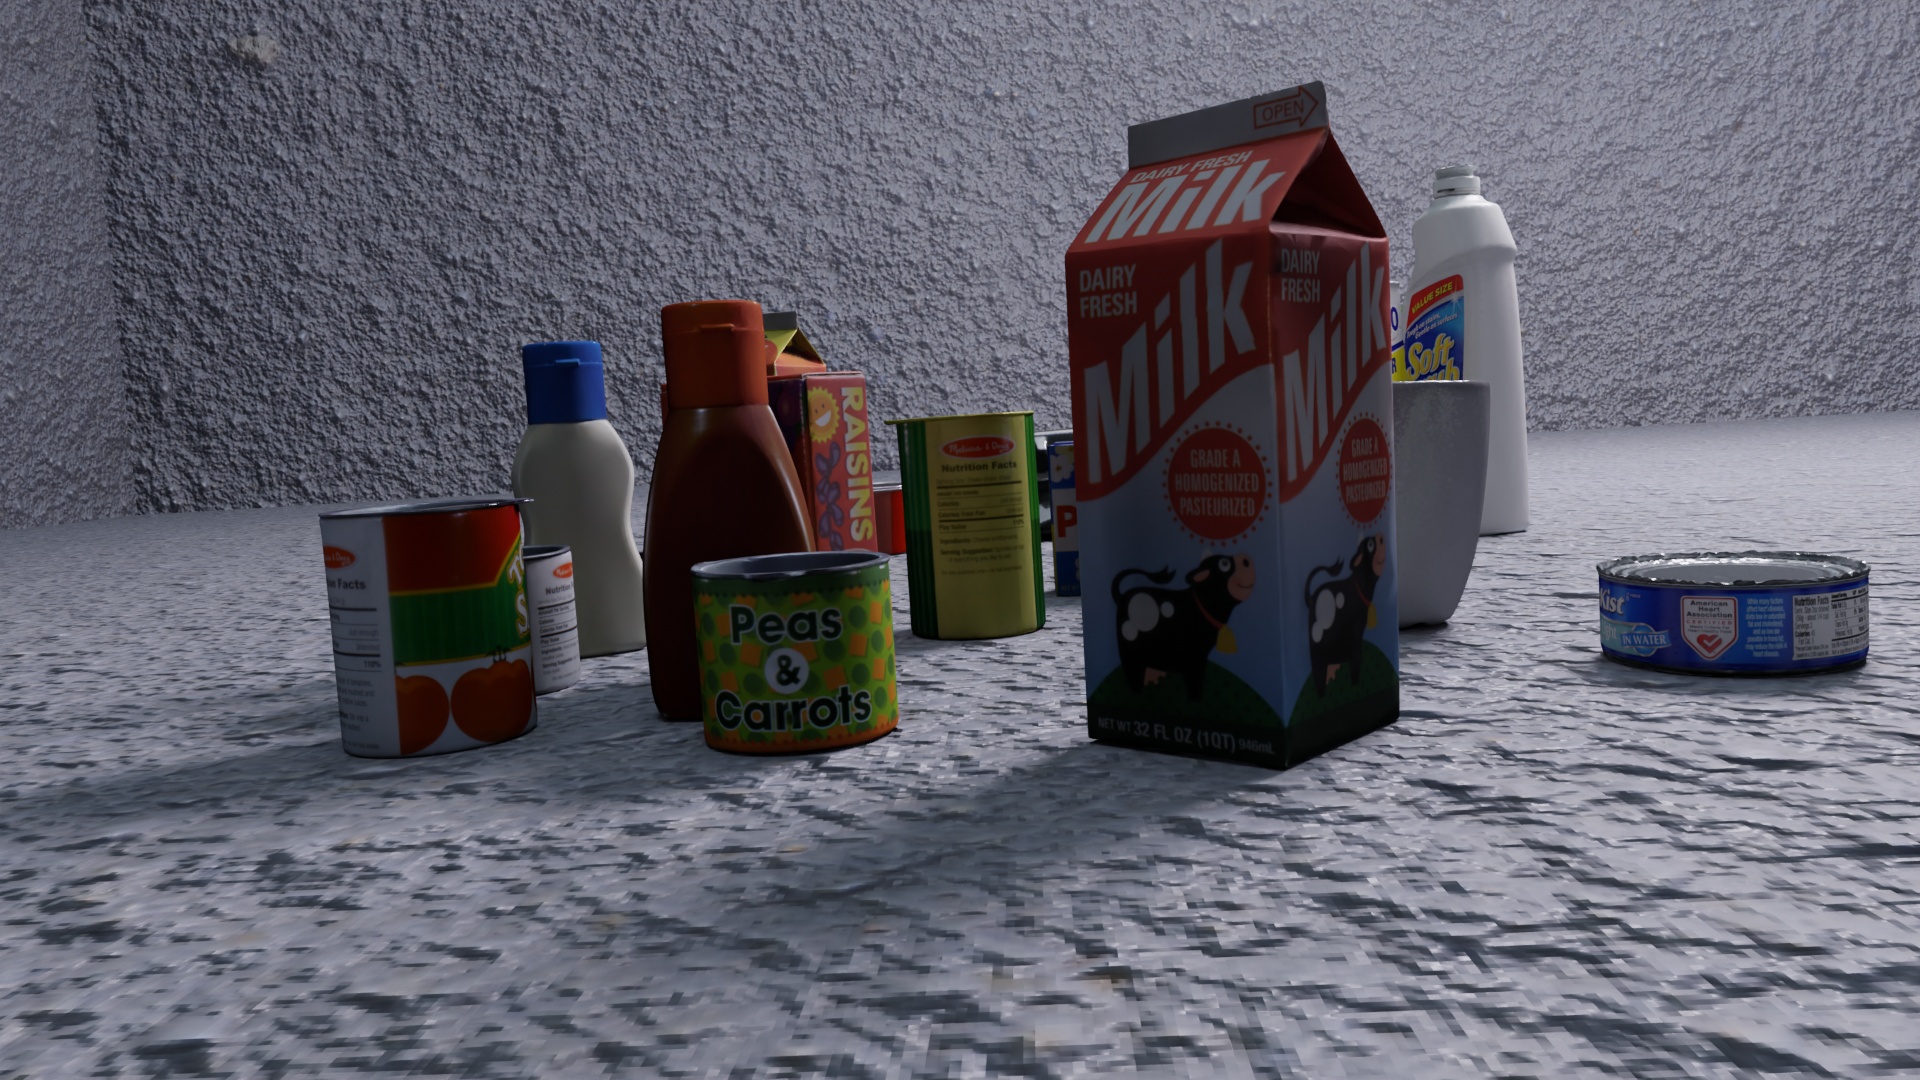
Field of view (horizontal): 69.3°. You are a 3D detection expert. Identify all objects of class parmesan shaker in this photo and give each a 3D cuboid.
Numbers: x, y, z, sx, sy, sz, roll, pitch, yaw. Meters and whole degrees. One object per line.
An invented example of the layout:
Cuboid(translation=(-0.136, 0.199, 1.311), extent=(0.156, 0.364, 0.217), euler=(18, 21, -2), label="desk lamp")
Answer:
Cuboid(translation=(0.002, -0.008, 0.661), extent=(0.071, 0.103, 0.071), euler=(-3, 5, 0), label="parmesan shaker")

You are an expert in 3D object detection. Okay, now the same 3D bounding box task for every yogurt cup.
Cuboid(translation=(-0.065, -0.016, 1.070), extent=(0.072, 0.054, 0.072), euler=(-3, 5, 0), label="yogurt cup")

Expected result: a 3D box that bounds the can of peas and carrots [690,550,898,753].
Cuboid(translation=(-0.054, 0.036, 0.460), extent=(0.071, 0.058, 0.071), euler=(-3, 5, 0), label="can of peas and carrots")

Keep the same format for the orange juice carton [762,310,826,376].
Cuboid(translation=(-0.152, -0.083, 1.097), extent=(0.072, 0.192, 0.073), euler=(-1, 5, 28), label="orange juice carton")

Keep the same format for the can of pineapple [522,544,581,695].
Cuboid(translation=(-0.196, 0.034, 0.582), extent=(0.071, 0.057, 0.071), euler=(-3, 5, 0), label="can of pineapple")

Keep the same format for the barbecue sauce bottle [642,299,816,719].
Cuboid(translation=(-0.086, -0.012, 0.508), extent=(0.065, 0.148, 0.043), euler=(-5, 5, -14), label="barbecue sauce bottle")

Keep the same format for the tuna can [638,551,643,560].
Cuboid(translation=(-0.198, 0.026, 0.811), extent=(0.071, 0.032, 0.071), euler=(-3, 5, 0), label="tuna can")

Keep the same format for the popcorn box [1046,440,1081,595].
Cuboid(translation=(0.114, -0.016, 0.765), extent=(0.127, 0.085, 0.038), euler=(-3, 5, 9), label="popcorn box")

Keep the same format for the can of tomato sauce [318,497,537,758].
Cuboid(translation=(-0.185, 0.028, 0.492), extent=(0.071, 0.083, 0.071), euler=(-3, 5, 0), label="can of tomato sauce")

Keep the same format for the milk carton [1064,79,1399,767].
Cuboid(translation=(0.083, -0.035, 0.421), extent=(0.072, 0.190, 0.074), euler=(1, 6, 43), label="milk carton")

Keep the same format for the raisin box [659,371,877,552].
Cuboid(translation=(-0.078, -0.005, 0.566), extent=(0.086, 0.123, 0.040), euler=(0, 6, 39), label="raisin box")

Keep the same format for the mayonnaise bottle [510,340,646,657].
Cuboid(translation=(-0.184, -0.020, 0.662), extent=(0.065, 0.148, 0.041), euler=(-5, 5, -21), label="mayonnaise bottle")
